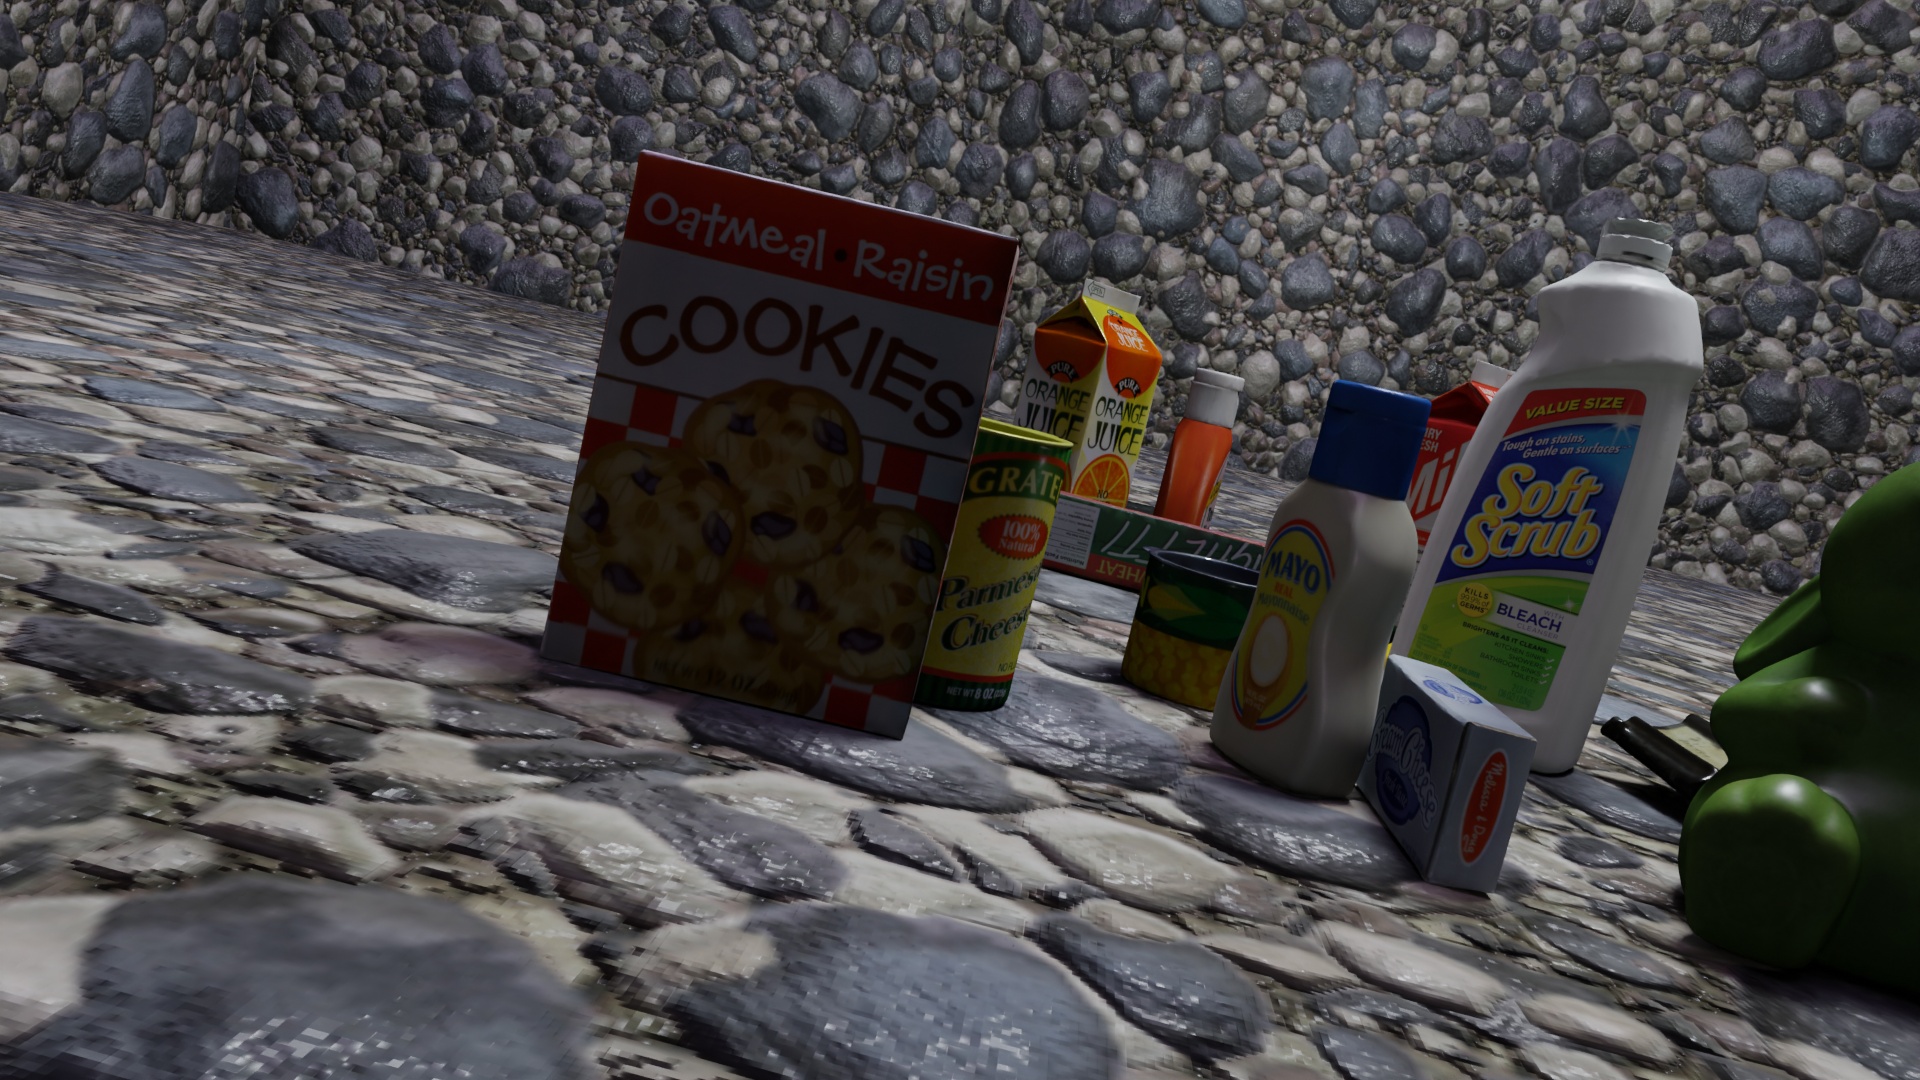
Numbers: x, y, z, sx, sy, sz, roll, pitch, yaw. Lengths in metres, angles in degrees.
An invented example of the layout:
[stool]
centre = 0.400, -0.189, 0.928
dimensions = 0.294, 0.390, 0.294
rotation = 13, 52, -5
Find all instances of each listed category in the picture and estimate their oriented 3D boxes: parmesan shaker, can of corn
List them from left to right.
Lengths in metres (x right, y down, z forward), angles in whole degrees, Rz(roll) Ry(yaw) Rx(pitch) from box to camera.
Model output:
[parmesan shaker]
centre = 0.000, 0.006, 0.527
dimensions = 0.071, 0.103, 0.071
rotation = 13, 8, -2
[can of corn]
centre = 0.108, 0.040, 0.625
dimensions = 0.071, 0.058, 0.071
rotation = 13, 8, -2

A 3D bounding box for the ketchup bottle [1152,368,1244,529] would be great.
[ketchup bottle]
centre = 0.171, -0.050, 1.018
dimensions = 0.043, 0.148, 0.065
rotation = 15, 8, 12

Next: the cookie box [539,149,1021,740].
[cookie box]
centre = -0.058, -0.031, 0.459
dimensions = 0.123, 0.167, 0.040
rotation = 13, 8, 0

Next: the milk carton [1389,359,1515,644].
[milk carton]
centre = 0.321, -0.019, 0.893
dimensions = 0.072, 0.190, 0.073
rotation = 5, 11, -46

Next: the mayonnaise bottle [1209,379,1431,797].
[mayonnaise bottle]
centre = 0.136, 0.016, 0.515
dimensions = 0.041, 0.147, 0.065
rotation = 10, 8, -26

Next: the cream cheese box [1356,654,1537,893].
[cream cheese box]
centre = 0.164, 0.077, 0.479
dimensions = 0.024, 0.053, 0.104
rotation = 14, 8, 2

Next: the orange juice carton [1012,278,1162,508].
[orange juice carton]
centre = 0.092, -0.095, 1.040
dimensions = 0.073, 0.192, 0.072
rotation = 20, 10, 42

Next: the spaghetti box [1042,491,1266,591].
[spaghetti box]
centre = 0.112, 0.006, 0.885
dimensions = 0.250, 0.050, 0.029
rotation = 15, 8, 11
